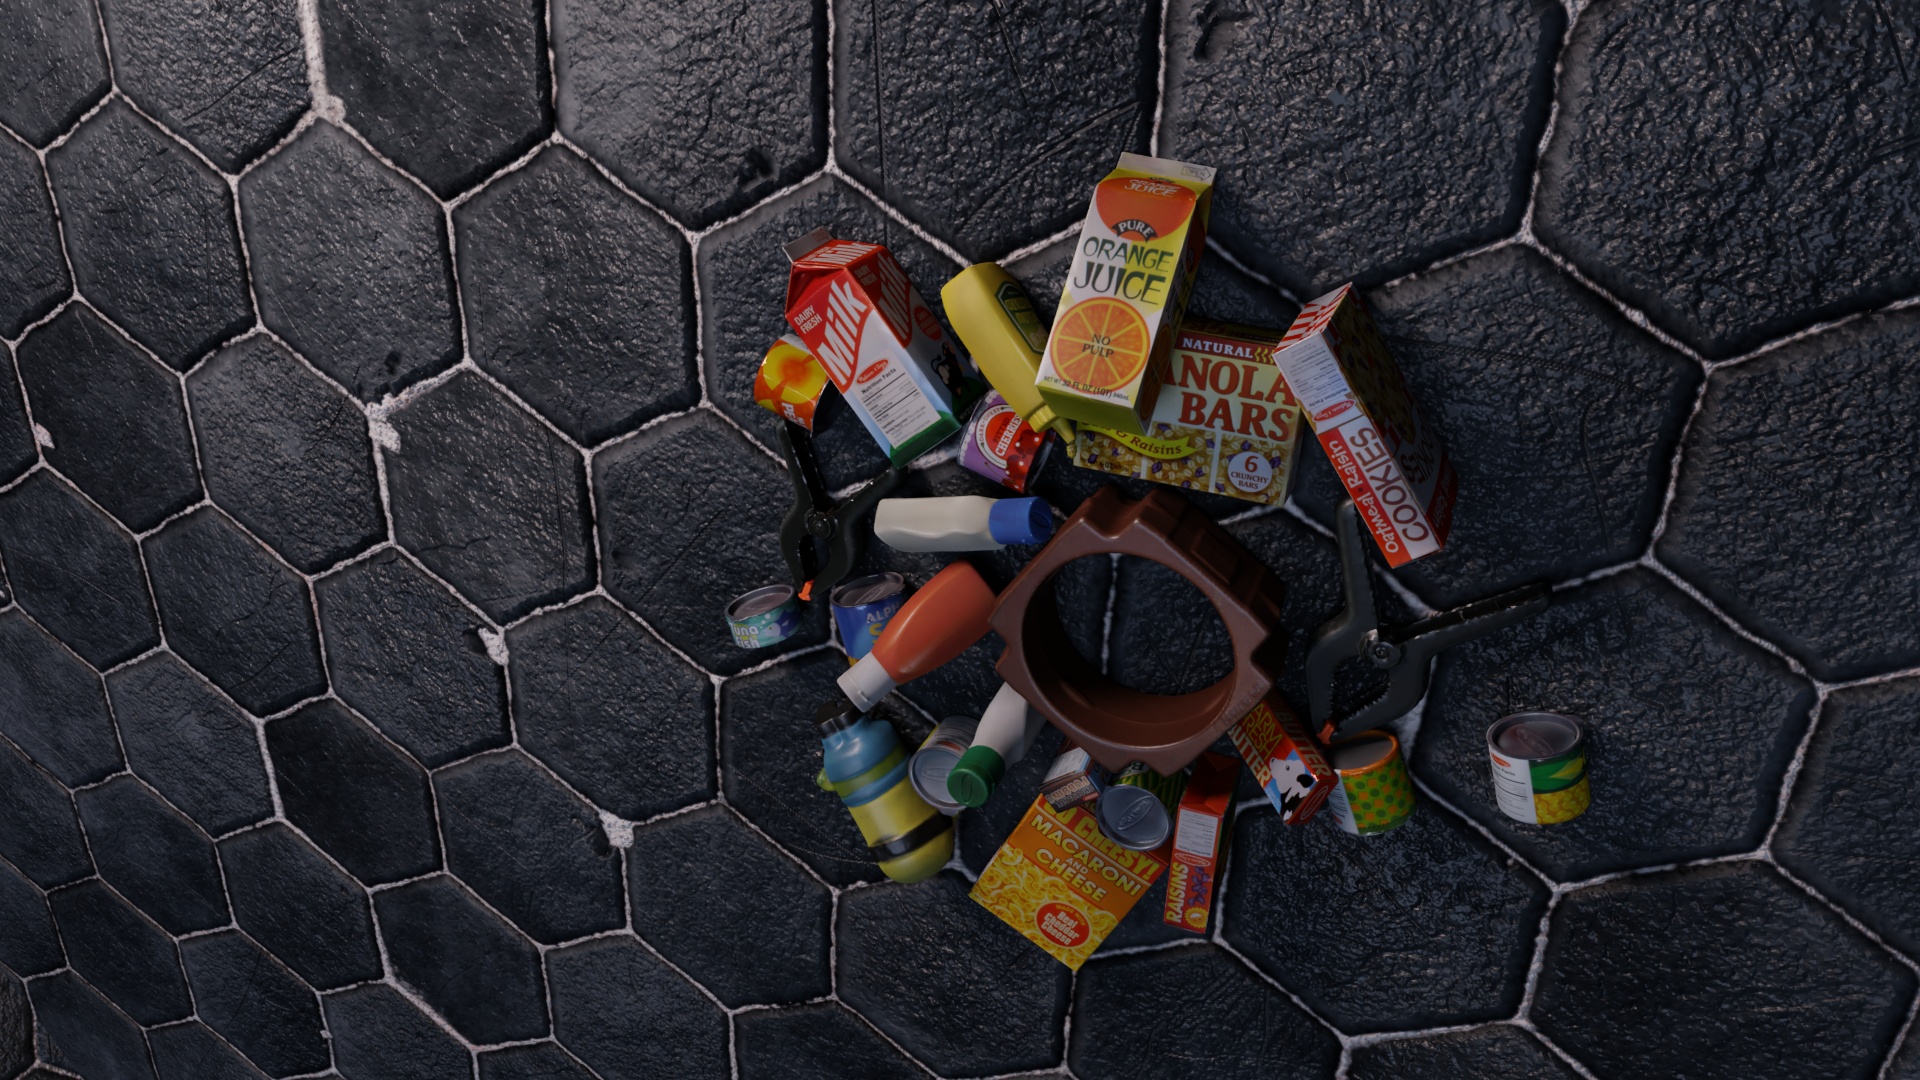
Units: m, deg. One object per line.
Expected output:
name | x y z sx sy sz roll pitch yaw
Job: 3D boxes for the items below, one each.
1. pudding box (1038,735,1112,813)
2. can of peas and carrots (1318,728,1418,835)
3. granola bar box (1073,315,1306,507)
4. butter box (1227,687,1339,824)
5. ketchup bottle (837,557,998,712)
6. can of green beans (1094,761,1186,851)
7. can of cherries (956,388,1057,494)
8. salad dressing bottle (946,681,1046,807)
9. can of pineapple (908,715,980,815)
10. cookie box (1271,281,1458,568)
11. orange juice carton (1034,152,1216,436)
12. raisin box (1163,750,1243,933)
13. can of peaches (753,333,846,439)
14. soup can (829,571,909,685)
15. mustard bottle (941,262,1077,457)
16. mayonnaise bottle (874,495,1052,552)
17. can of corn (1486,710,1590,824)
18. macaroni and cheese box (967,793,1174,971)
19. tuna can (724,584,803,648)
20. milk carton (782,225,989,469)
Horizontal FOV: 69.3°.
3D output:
pudding box | 0.104 0.189 1.173 0.049 0.084 0.030 -30 102 32
can of peas and carrots | 0.320 0.187 1.088 0.071 0.071 0.058 -13 108 28
granola bar box | 0.171 -0.102 1.031 0.165 0.039 0.123 12 118 18
butter box | 0.251 0.167 1.095 0.052 0.024 0.104 -64 36 33
ketchup bottle | -0.035 0.083 1.160 0.149 0.043 0.064 -40 110 -4
can of green beans | 0.154 0.220 1.180 0.071 0.058 0.071 10 118 20
can of cherries | 0.037 -0.077 1.083 0.058 0.072 0.071 26 122 10
salad dressing bottle | 0.033 0.166 1.155 0.044 0.148 0.064 12 118 19
can of pineapple | -0.006 0.200 1.242 0.071 0.058 0.070 10 117 20
cookie box | 0.280 -0.081 0.942 0.040 0.123 0.167 -26 102 32
orange juice carton | 0.119 -0.178 0.970 0.072 0.073 0.193 15 83 17
raisin box | 0.201 0.251 1.157 0.040 0.086 0.122 11 118 17
can of peaches | -0.129 -0.126 1.135 0.058 0.071 0.071 27 122 11
soup can | -0.069 0.079 1.207 0.071 0.072 0.083 -5 112 26
mustard bottle | 0.048 -0.133 1.042 0.048 0.065 0.160 -35 84 32
mayonnaise bottle | 0.004 -0.014 1.119 0.148 0.064 0.041 -2 72 37
can of corn | 0.431 0.167 1.029 0.071 0.071 0.058 -6 112 26
macaroni and cheese box | 0.099 0.297 1.253 0.124 0.040 0.165 34 123 5
tuna can | -0.177 0.069 1.248 0.071 0.071 0.032 -6 112 26
milk carton | -0.066 -0.160 1.089 0.073 0.073 0.190 -32 99 32
